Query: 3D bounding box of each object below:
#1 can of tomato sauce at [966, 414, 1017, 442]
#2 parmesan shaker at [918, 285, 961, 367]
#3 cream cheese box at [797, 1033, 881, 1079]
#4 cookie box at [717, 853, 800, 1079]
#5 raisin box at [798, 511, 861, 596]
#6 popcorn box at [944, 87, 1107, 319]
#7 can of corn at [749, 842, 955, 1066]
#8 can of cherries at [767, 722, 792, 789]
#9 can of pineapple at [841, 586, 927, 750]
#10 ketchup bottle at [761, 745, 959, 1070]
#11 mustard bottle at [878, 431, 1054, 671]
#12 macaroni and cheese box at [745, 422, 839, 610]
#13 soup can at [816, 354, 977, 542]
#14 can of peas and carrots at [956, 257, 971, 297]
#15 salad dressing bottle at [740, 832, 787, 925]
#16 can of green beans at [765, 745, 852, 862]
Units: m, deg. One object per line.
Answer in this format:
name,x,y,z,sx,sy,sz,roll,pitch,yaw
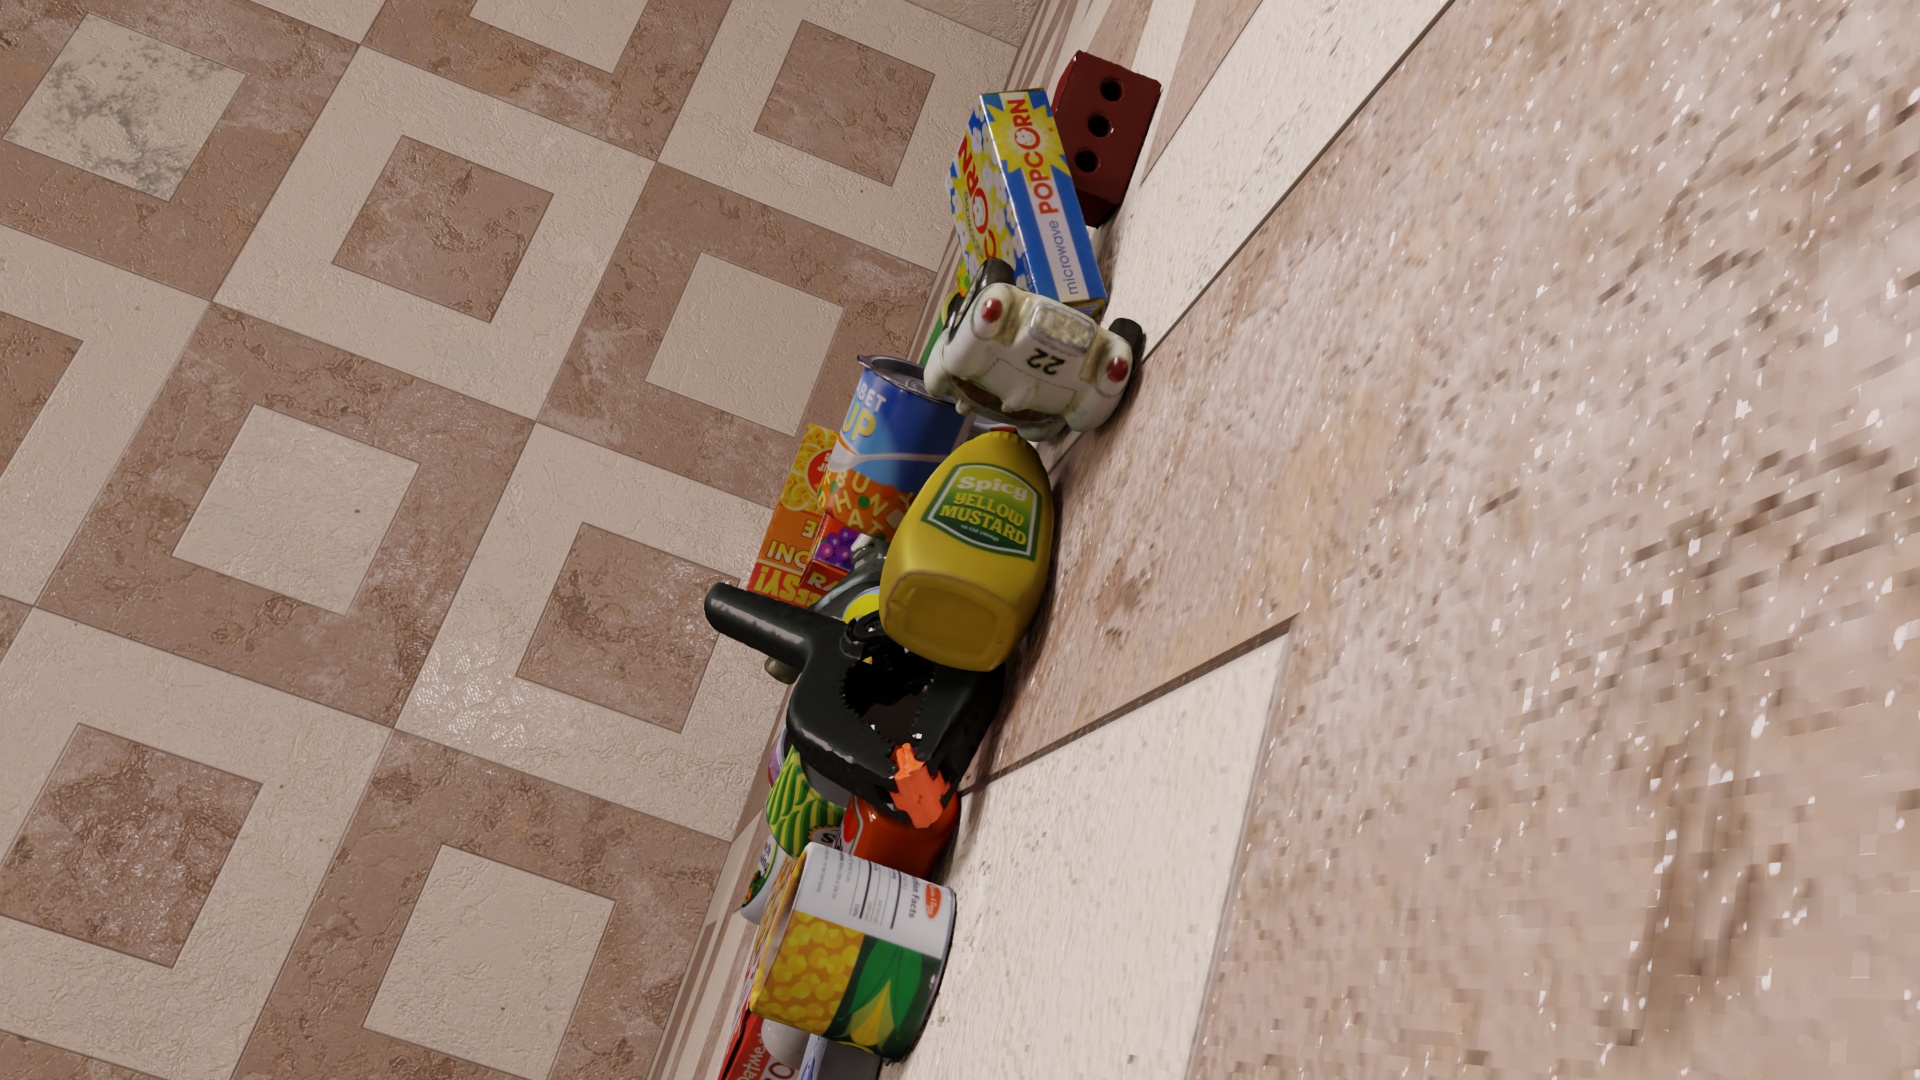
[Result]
can of tomato sauce,0.002,-0.075,0.837,0.082,0.071,0.071,123,166,-57
parmesan shaker,0.009,-0.113,0.912,0.102,0.071,0.071,119,169,-57
cream cheese box,-0.057,0.238,0.542,0.053,0.024,0.104,118,170,-55
cookie box,-0.090,0.221,0.788,0.168,0.040,0.122,-84,16,-65
raisin box,-0.065,-0.004,1.073,0.039,0.086,0.124,125,165,-47
popcorn box,0.032,-0.159,0.729,0.085,0.038,0.127,125,133,-67
can of corn,-0.042,0.156,0.521,0.071,0.058,0.071,-156,87,-84
can of cherries,-0.091,0.142,0.907,0.058,0.071,0.072,121,168,-61
can of pineapple,-0.033,0.066,0.686,0.058,0.071,0.070,-77,10,-47
ketchup bottle,-0.046,0.164,0.599,0.065,0.043,0.148,-87,18,-66
mustard bottle,0.009,-0.009,0.599,0.161,0.065,0.048,-72,2,-57
macaroni and cheese box,-0.093,-0.001,1.127,0.040,0.124,0.167,119,169,-59
soup can,-0.037,-0.050,0.750,0.071,0.071,0.083,-89,21,-71
can of peas and carrots,0.035,-0.176,0.857,0.058,0.071,0.071,117,170,-48
salad dressing bottle,-0.113,0.206,1.005,0.064,0.044,0.148,153,138,-78
can of green beans,-0.065,0.133,0.741,0.071,0.071,0.057,-76,10,-46
